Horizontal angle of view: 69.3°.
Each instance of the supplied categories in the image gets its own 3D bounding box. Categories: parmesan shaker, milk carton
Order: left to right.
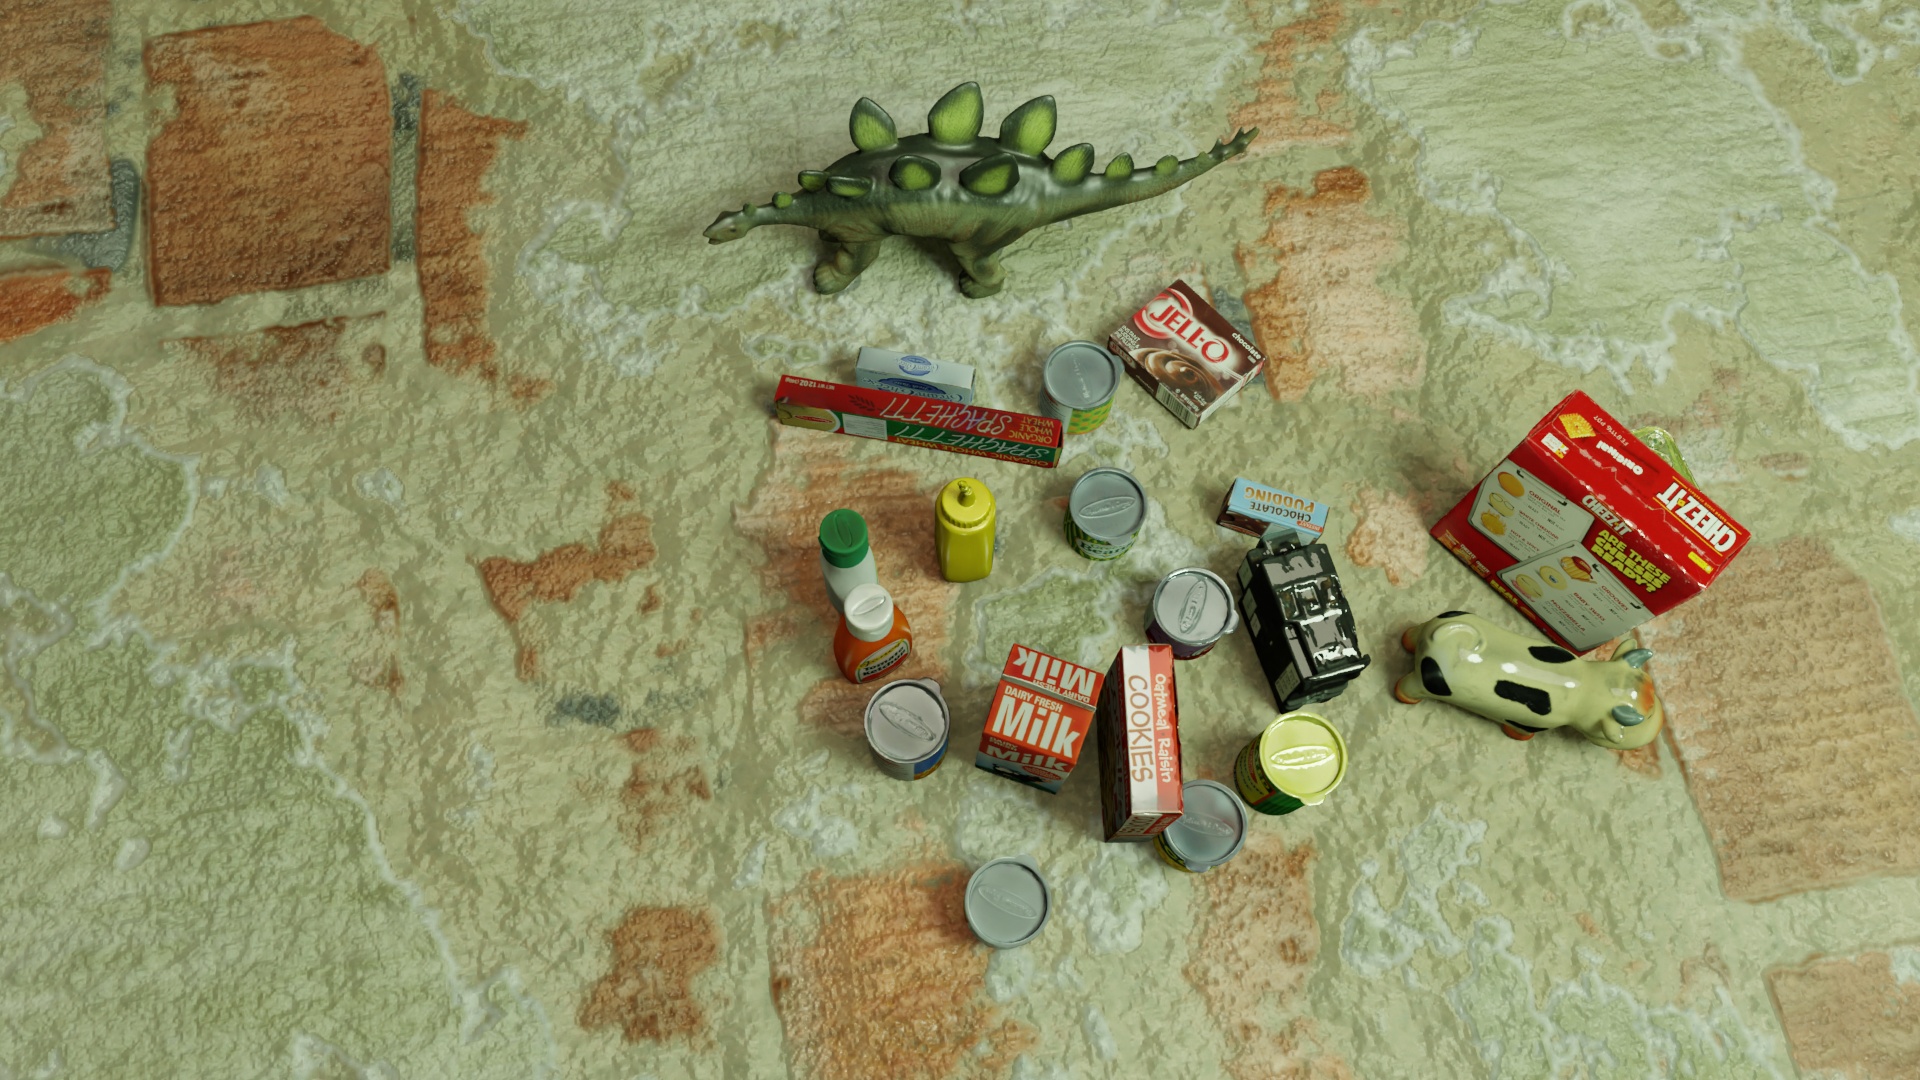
[{"bbox_3d":[0.059,0.134,1.049,0.072,0.190,0.073,18,71,5],"label":"milk carton"},{"bbox_3d":[0.255,0.179,1.084,0.071,0.102,0.071,0,71,-1],"label":"parmesan shaker"}]

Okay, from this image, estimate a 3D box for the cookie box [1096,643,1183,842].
[{"bbox_3d":[0.134,0.158,1.055,0.040,0.167,0.123,-1,71,-2],"label":"cookie box"}]

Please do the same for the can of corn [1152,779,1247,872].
[{"bbox_3d":[0.186,0.228,1.089,0.071,0.058,0.071,0,71,-1],"label":"can of corn"}]

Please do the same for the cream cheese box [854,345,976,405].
[{"bbox_3d":[-0.039,-0.140,1.217,0.104,0.053,0.024,10,71,2],"label":"cream cheese box"}]

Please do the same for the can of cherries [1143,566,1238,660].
[{"bbox_3d":[0.190,0.063,1.147,0.071,0.058,0.071,0,71,-1],"label":"can of cherries"}]

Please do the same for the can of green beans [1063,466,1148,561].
[{"bbox_3d":[0.122,-0.021,1.176,0.071,0.057,0.071,0,71,-1],"label":"can of green beans"}]

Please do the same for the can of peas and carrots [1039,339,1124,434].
[{"bbox_3d":[0.105,-0.134,1.215,0.071,0.058,0.071,0,71,-1],"label":"can of peas and carrots"}]

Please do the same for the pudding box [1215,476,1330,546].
[{"bbox_3d":[0.266,-0.021,1.184,0.084,0.049,0.030,18,71,5],"label":"pudding box"}]

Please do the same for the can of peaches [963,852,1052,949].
[{"bbox_3d":[0.036,0.277,1.067,0.071,0.058,0.071,0,71,-1],"label":"can of peaches"}]

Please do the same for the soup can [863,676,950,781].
[{"bbox_3d":[-0.040,0.149,1.097,0.071,0.083,0.071,0,71,-1],"label":"soup can"}]

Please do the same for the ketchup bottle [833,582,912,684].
[{"bbox_3d":[-0.070,0.071,1.090,0.065,0.148,0.043,-29,74,-11],"label":"ketchup bottle"}]

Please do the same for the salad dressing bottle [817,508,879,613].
[{"bbox_3d":[-0.090,0.017,1.109,0.044,0.147,0.064,-20,73,-8],"label":"salad dressing bottle"}]

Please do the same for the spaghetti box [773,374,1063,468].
[{"bbox_3d":[-0.035,-0.102,1.205,0.250,0.050,0.029,9,71,2],"label":"spaghetti box"}]

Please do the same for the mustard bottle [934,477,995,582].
[{"bbox_3d":[0.004,-0.014,1.116,0.049,0.159,0.065,-7,71,-4],"label":"mustard bottle"}]
